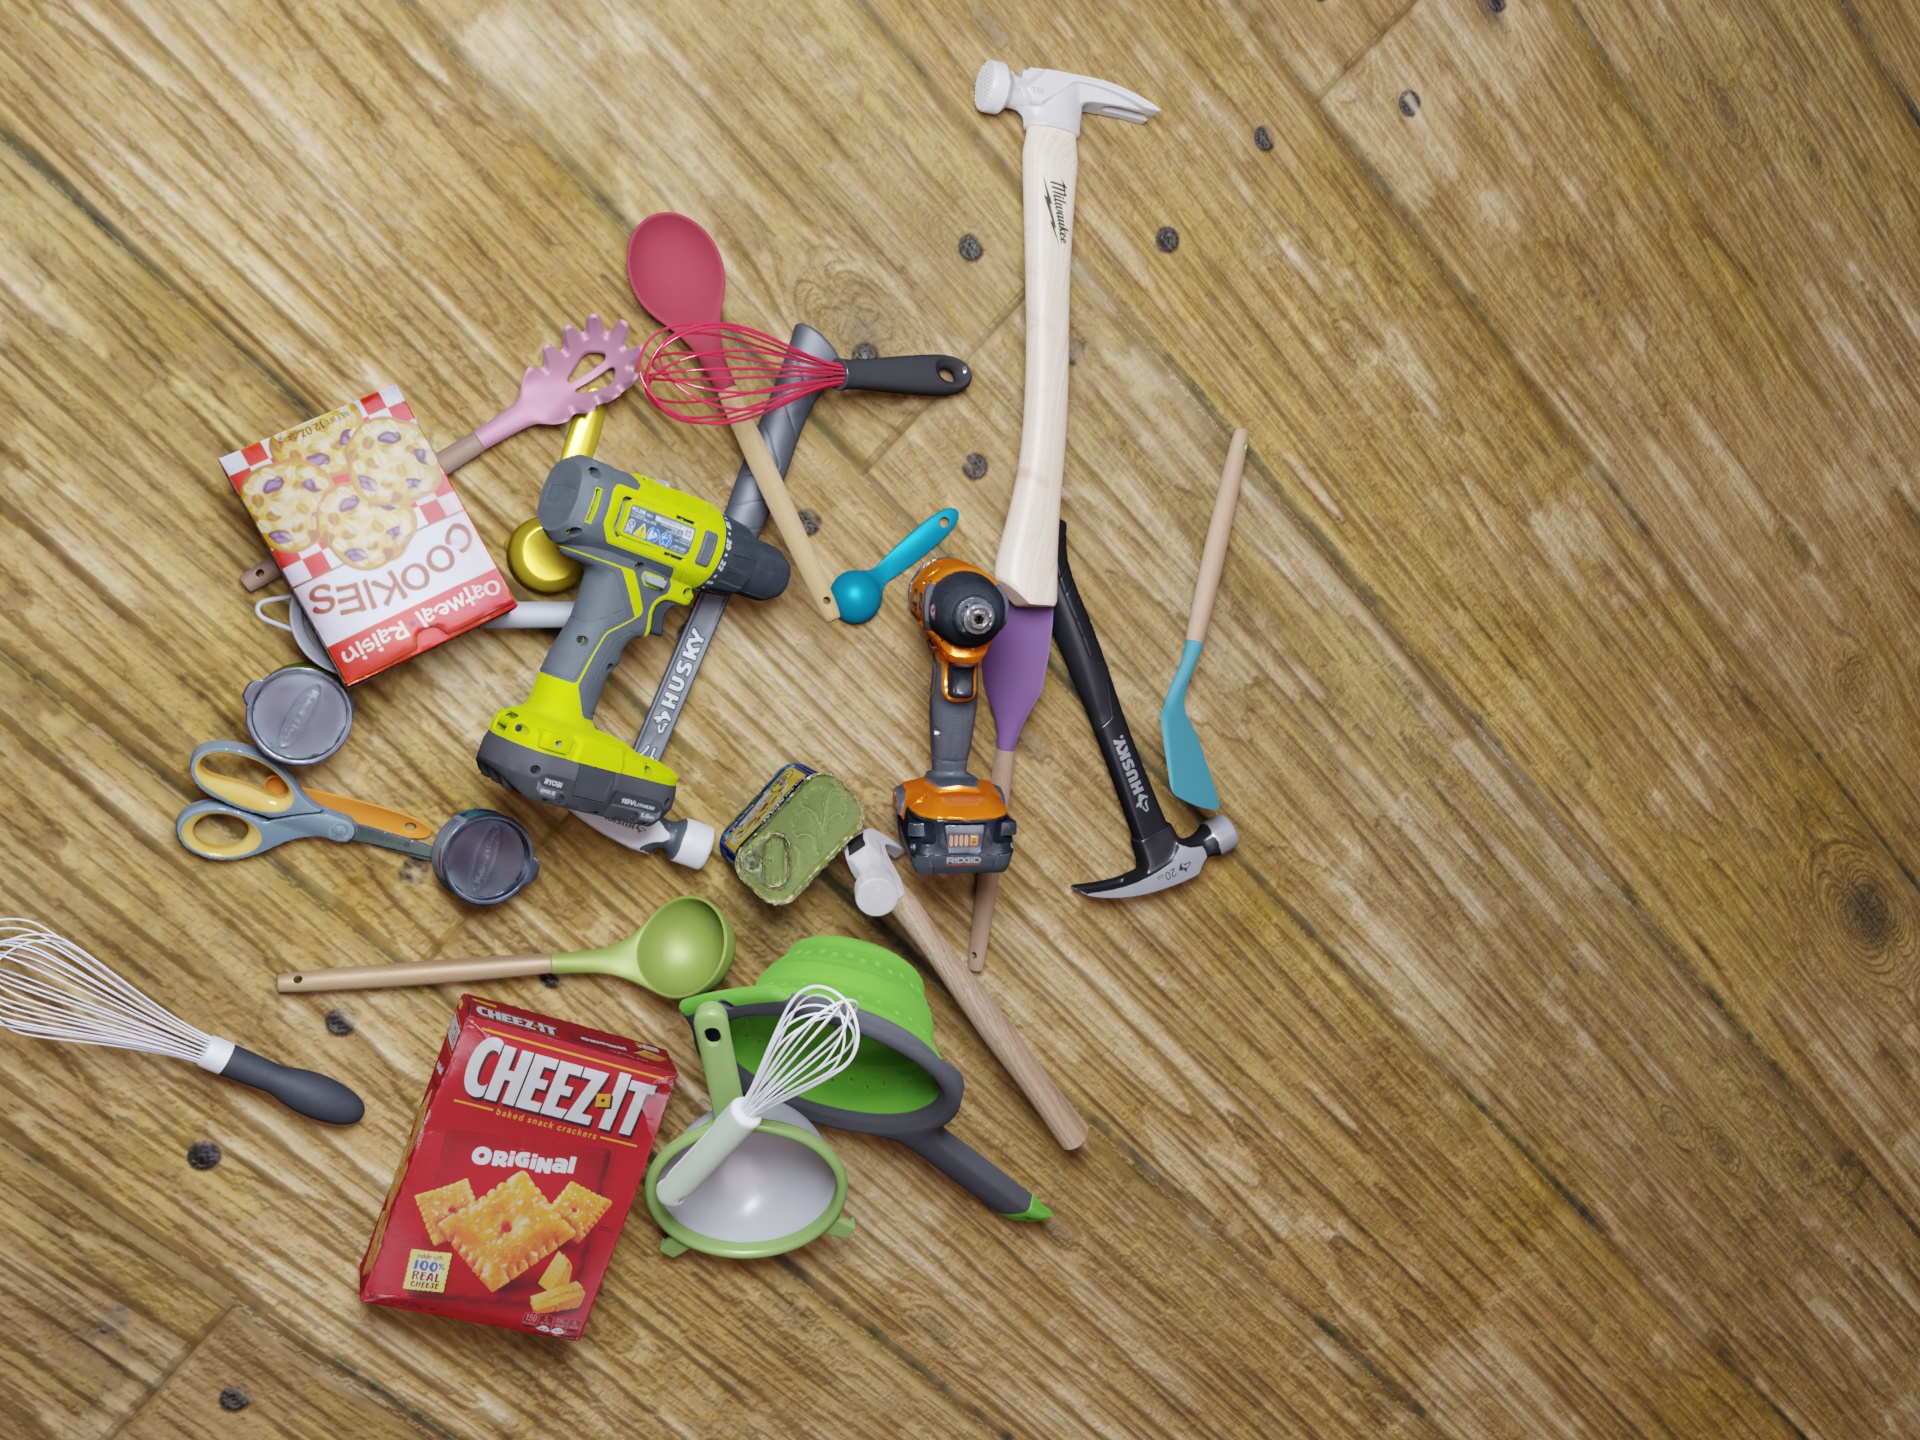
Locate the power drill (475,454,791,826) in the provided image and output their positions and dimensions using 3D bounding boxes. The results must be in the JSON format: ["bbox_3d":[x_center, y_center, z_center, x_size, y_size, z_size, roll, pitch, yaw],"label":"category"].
[{"bbox_3d":[-0.223,-0.050,1.101,0.190,0.080,0.228,19,90,-44],"label":"power drill"}]

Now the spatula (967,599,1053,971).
[{"bbox_3d":[0.031,0.048,1.277,0.018,0.060,0.316,-8,107,-62],"label":"spatula"}]

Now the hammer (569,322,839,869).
[{"bbox_3d":[-0.185,-0.102,1.182,0.149,0.036,0.409,23,88,-20],"label":"hammer"}]

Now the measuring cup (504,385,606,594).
[{"bbox_3d":[-0.281,-0.166,1.141,0.062,0.029,0.156,17,89,-21],"label":"measuring cup"}]

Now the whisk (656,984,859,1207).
[{"bbox_3d":[-0.145,0.267,1.104,0.059,0.058,0.246,49,119,14],"label":"whisk"}]

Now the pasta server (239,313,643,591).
[{"bbox_3d":[-0.359,-0.182,1.106,0.316,0.040,0.060,-35,93,-11],"label":"pasta server"}]

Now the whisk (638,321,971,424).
[{"bbox_3d":[-0.104,-0.248,1.145,0.295,0.073,0.073,-11,101,-41],"label":"whisk"}]

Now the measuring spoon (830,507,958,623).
[{"bbox_3d":[-0.047,-0.123,1.235,0.128,0.021,0.042,-42,108,-11],"label":"measuring spoon"}]

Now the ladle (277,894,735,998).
[{"bbox_3d":[-0.324,0.174,1.152,0.320,0.062,0.078,-2,64,-16],"label":"ladle"}]

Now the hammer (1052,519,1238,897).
[{"bbox_3d":[0.111,-0.011,1.298,0.146,0.035,0.334,-26,104,-16],"label":"hammer"}]

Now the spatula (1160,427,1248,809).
[{"bbox_3d":[0.208,-0.088,1.307,0.082,0.044,0.317,20,81,-51],"label":"spatula"}]

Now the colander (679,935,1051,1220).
[{"bbox_3d":[-0.042,0.275,1.244,0.396,0.204,0.095,45,45,-34],"label":"colander"}]

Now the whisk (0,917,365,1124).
[{"bbox_3d":[-0.537,0.213,1.082,0.284,0.070,0.070,32,85,-25],"label":"whisk"}]

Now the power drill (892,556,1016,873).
[{"bbox_3d":[-0.002,-0.004,1.189,0.084,0.164,0.226,0,99,-9],"label":"power drill"}]

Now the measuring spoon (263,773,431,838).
[{"bbox_3d":[-0.432,0.060,1.124,0.116,0.011,0.021,21,115,-23],"label":"measuring spoon"}]

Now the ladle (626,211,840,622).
[{"bbox_3d":[-0.157,-0.216,1.152,0.069,0.031,0.315,-25,92,-12],"label":"ladle"}]

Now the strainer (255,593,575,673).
[{"bbox_3d":[-0.349,-0.071,1.110,0.258,0.050,0.087,-1,78,-16],"label":"strainer"}]

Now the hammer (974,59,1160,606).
[{"bbox_3d":[0.076,-0.293,1.233,0.146,0.038,0.410,2,90,-21],"label":"hammer"}]

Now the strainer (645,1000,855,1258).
[{"bbox_3d":[-0.166,0.293,1.186,0.151,0.069,0.256,-6,122,-1],"label":"strainer"}]

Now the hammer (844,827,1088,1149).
[{"bbox_3d":[0.008,0.216,1.247,0.031,0.130,0.331,-32,113,4],"label":"hammer"}]
